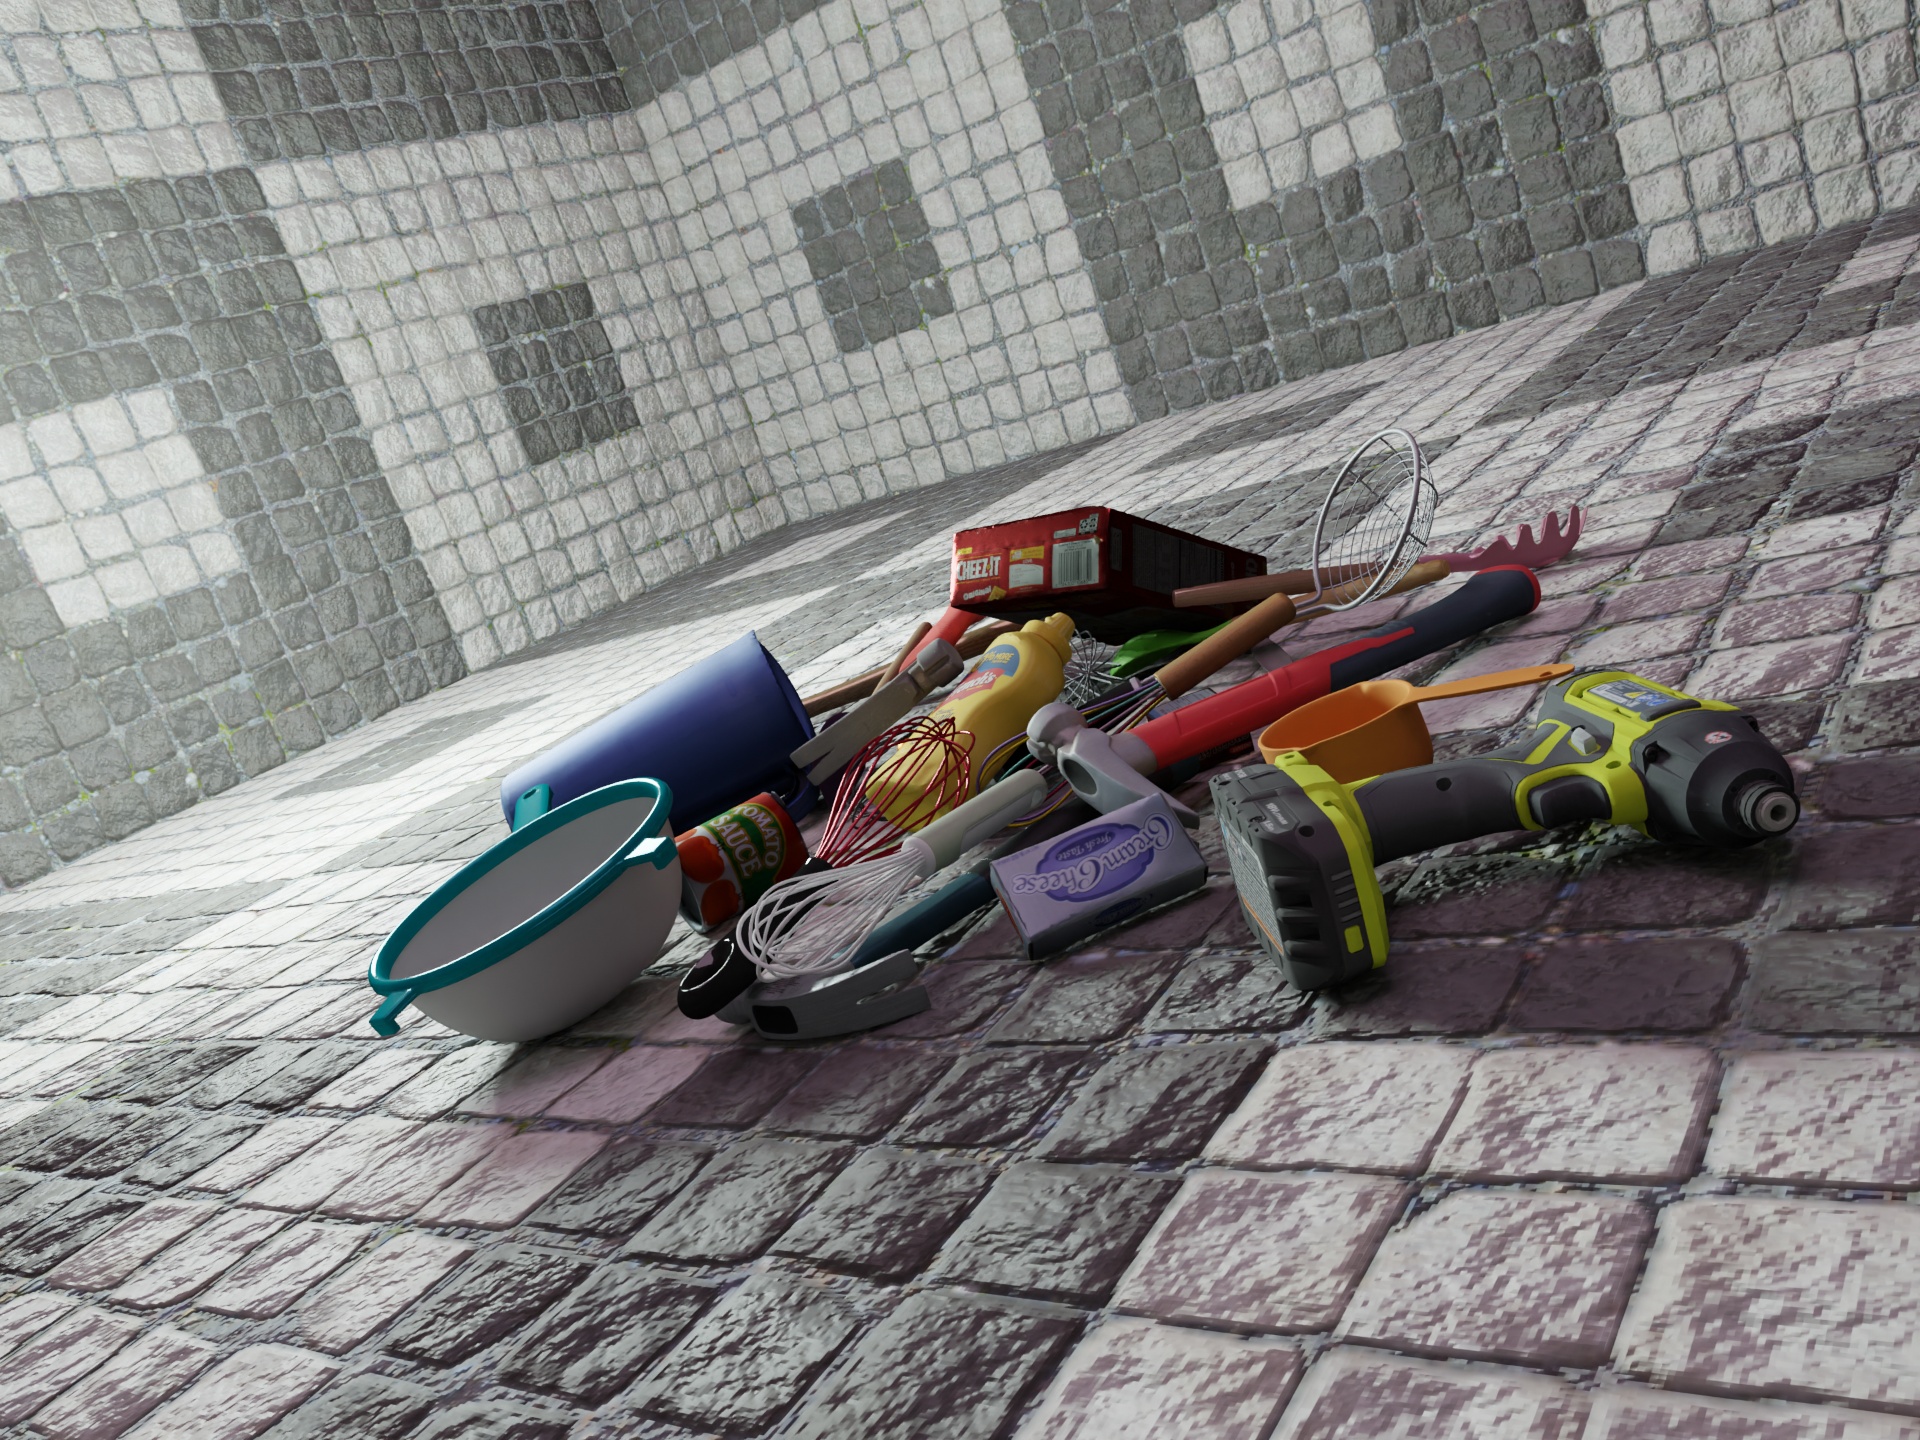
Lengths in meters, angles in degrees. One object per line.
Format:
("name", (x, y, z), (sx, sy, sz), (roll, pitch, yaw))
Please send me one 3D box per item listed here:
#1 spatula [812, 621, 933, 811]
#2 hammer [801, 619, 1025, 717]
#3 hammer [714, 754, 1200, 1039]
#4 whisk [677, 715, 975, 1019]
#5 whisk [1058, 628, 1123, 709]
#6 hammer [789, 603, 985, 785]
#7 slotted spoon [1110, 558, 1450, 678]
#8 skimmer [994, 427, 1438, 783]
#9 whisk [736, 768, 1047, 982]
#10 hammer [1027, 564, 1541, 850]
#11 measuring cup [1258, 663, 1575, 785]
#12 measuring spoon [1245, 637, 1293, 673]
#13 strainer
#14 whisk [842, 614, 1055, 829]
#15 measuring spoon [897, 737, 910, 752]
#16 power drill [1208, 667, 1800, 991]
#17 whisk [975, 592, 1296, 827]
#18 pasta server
("spatula", (-0.069, -0.019, 1.346), (0.018, 0.059, 0.316), (-16, 21, 22))
("hammer", (-0.075, -0.039, 1.499), (0.331, 0.031, 0.130), (-21, 3, 3))
("hammer", (0.018, 0.090, 0.919), (0.331, 0.033, 0.128), (-29, 15, -34))
("whisk", (-0.071, 0.079, 0.916), (0.073, 0.073, 0.296), (-10, 22, 35))
("whisk", (0.074, -0.049, 1.349), (0.070, 0.070, 0.285), (-22, 9, -7))
("hammer", (-0.031, -0.052, 1.320), (0.149, 0.036, 0.359), (-37, 7, 19))
("slotted spoon", (0.229, -0.077, 1.194), (0.070, 0.031, 0.314), (-19, 2, -42))
("skimmer", (0.164, -0.072, 1.102), (0.363, 0.090, 0.127), (-29, 28, 9))
("whisk", (-0.028, 0.079, 0.876), (0.059, 0.057, 0.246), (29, 36, 28))
("hammer", (0.238, -0.022, 0.996), (0.386, 0.038, 0.143), (-21, 36, -27))
("measuring cup", (0.245, 0.011, 0.844), (0.173, 0.052, 0.095), (-14, 14, 37))
("measuring spoon", (0.234, -0.048, 1.206), (0.034, 0.018, 0.124), (-32, 19, 6))
("strainer", (-0.265, 0.119, 1.048), (0.211, 0.095, 0.340), (-32, 17, -6))
("whisk", (-0.001, -0.003, 1.187), (0.239, 0.055, 0.055), (-43, 22, -24))
("measuring spoon", (-0.008, 0.000, 1.357), (0.117, 0.011, 0.021), (-28, 16, -31))
("power drill", (0.237, 0.042, 0.708), (0.223, 0.080, 0.171), (-17, 12, 0))
("whisk", (0.116, -0.006, 1.040), (0.245, 0.051, 0.047), (-34, 39, 0))
("pasta server", (0.315, -0.119, 1.193), (0.316, 0.040, 0.060), (-8, -1, -2))
